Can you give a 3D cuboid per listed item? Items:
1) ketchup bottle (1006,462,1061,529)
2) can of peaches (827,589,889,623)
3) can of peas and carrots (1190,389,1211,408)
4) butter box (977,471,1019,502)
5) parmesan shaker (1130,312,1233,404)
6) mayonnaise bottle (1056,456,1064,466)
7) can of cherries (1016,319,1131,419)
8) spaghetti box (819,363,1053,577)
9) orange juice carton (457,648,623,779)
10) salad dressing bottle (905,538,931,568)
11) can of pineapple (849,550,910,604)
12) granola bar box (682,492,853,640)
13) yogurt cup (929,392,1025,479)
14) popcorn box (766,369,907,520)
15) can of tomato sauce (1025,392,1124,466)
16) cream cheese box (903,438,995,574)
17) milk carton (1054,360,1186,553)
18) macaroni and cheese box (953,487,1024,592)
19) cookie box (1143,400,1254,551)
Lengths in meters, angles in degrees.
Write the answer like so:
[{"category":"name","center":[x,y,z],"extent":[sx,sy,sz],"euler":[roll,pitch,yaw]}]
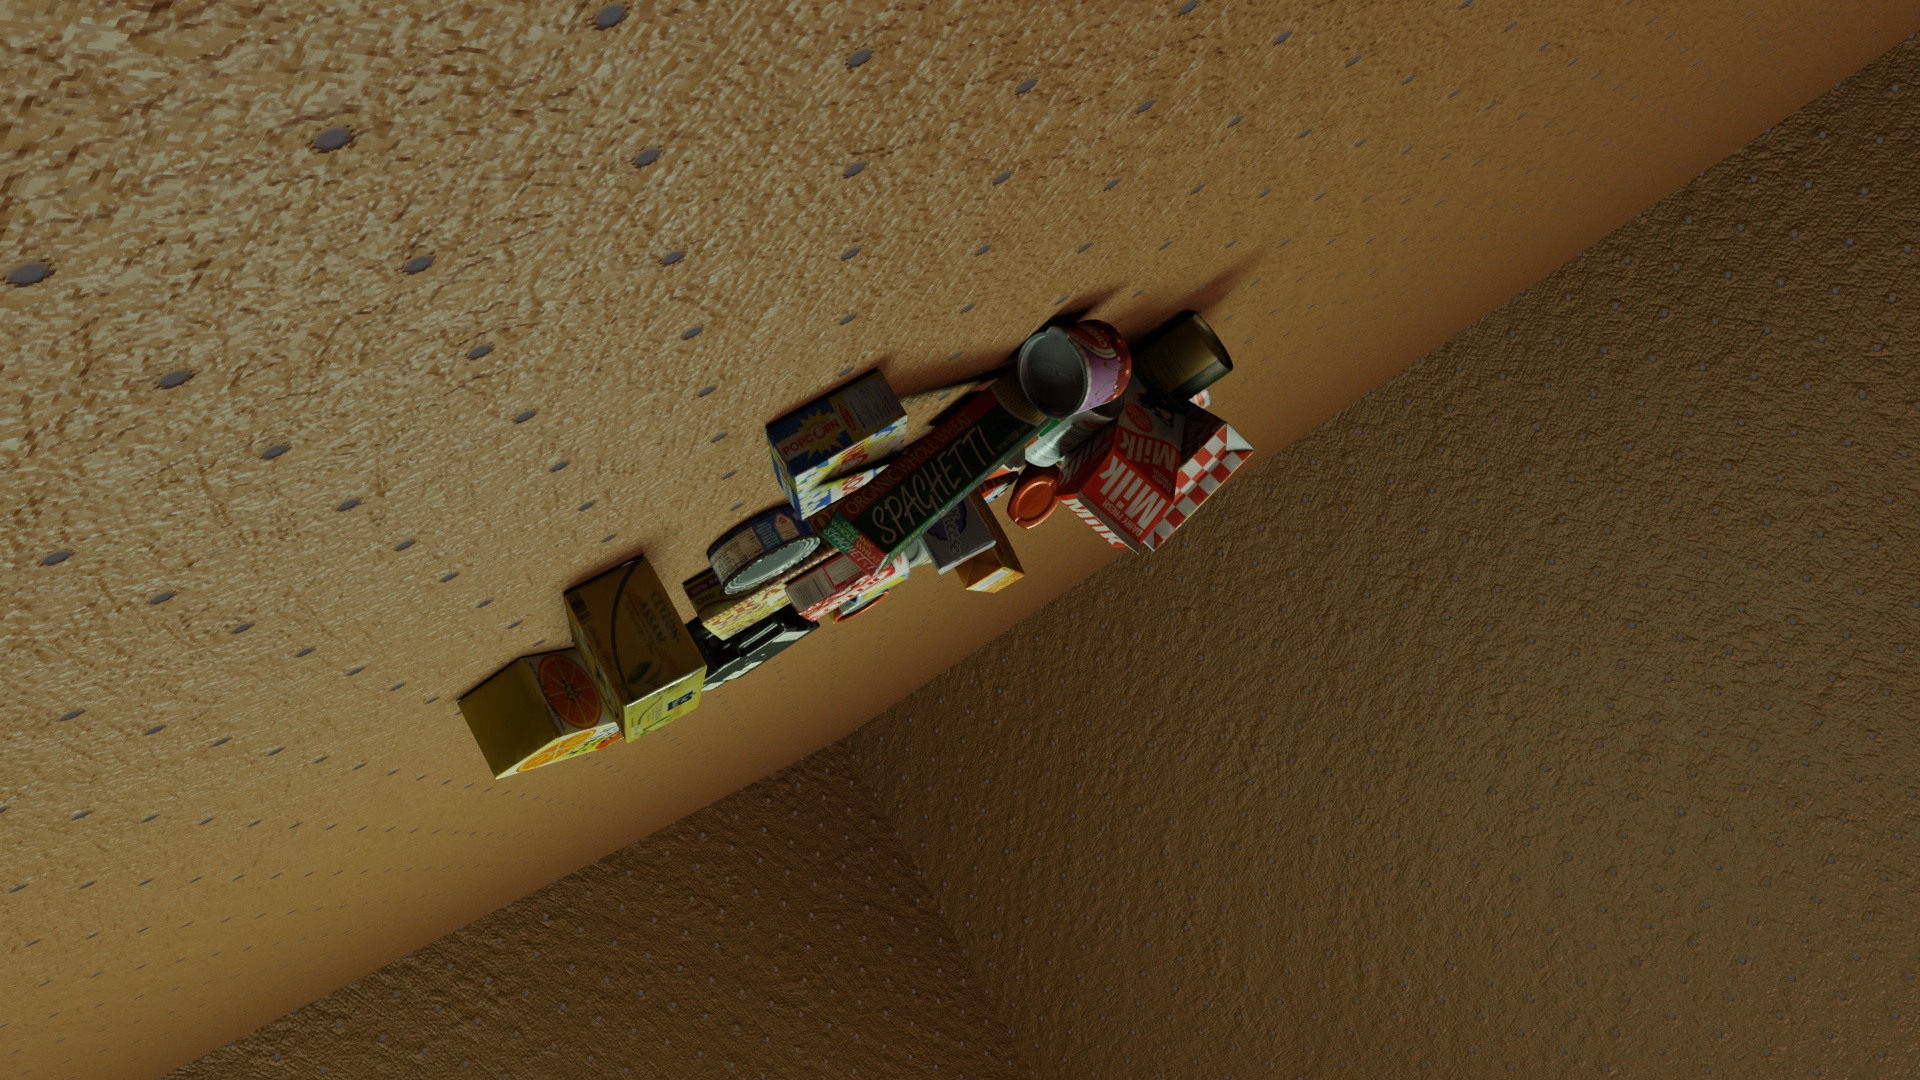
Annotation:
[{"category":"ketchup bottle","center":[0.081,-0.057,1.438],"extent":[0.064,0.043,0.149],"euler":[-47,-175,14]},{"category":"can of peaches","center":[-0.114,0.044,1.408],"extent":[0.071,0.058,0.071],"euler":[-30,171,-5]},{"category":"can of peas and carrots","center":[0.204,-0.149,1.366],"extent":[0.059,0.071,0.071],"euler":[-31,172,2]},{"category":"butter box","center":[0.007,-0.046,1.413],"extent":[0.104,0.024,0.053],"euler":[-26,170,-30]},{"category":"parmesan shaker","center":[0.191,-0.151,1.271],"extent":[0.103,0.071,0.071],"euler":[-34,171,23]},{"category":"mayonnaise bottle","center":[0.107,-0.104,1.360],"extent":[0.064,0.041,0.148],"euler":[-39,171,10]},{"category":"can of cherries","center":[0.087,-0.132,1.043],"extent":[0.058,0.071,0.071],"euler":[-23,168,-44]},{"category":"spaghetti box","center":[-0.006,-0.056,0.998],"extent":[0.251,0.050,0.028],"euler":[-42,171,-45]},{"category":"orange juice carton","center":[-0.321,0.136,1.168],"extent":[0.073,0.072,0.193],"euler":[-33,171,16]},{"category":"salad dressing bottle","center":[-0.029,0.000,1.496],"extent":[0.064,0.044,0.148],"euler":[-35,171,22]},{"category":"can of pineapple","center":[-0.090,0.020,1.319],"extent":[0.058,0.071,0.070],"euler":[-27,171,-22]},{"category":"granola bar box","center":[-0.152,0.024,1.212],"extent":[0.166,0.039,0.124],"euler":[-30,172,-7]},{"category":"yogurt cup","center":[0.012,-0.077,1.110],"extent":[0.054,0.072,0.072],"euler":[-26,175,26]},{"category":"popcorn box","center":[-0.083,-0.062,0.940],"extent":[0.085,0.038,0.126],"euler":[-30,172,-10]},{"category":"can of tomato sauce","center":[0.084,-0.111,1.159],"extent":[0.082,0.071,0.071],"euler":[-37,170,40]},{"category":"cream cheese box","center":[-0.020,-0.029,1.137],"extent":[0.053,0.104,0.024],"euler":[-29,174,-8]},{"category":"milk carton","center":[0.135,-0.065,1.175],"extent":[0.073,0.072,0.191],"euler":[-40,-161,33]},{"category":"macaroni and cheese box","center":[0.004,-0.016,1.236],"extent":[0.040,0.124,0.166],"euler":[-31,172,7]},{"category":"cookie box","center":[0.187,-0.067,1.261],"extent":[0.123,0.040,0.168],"euler":[-46,-166,7]}]
